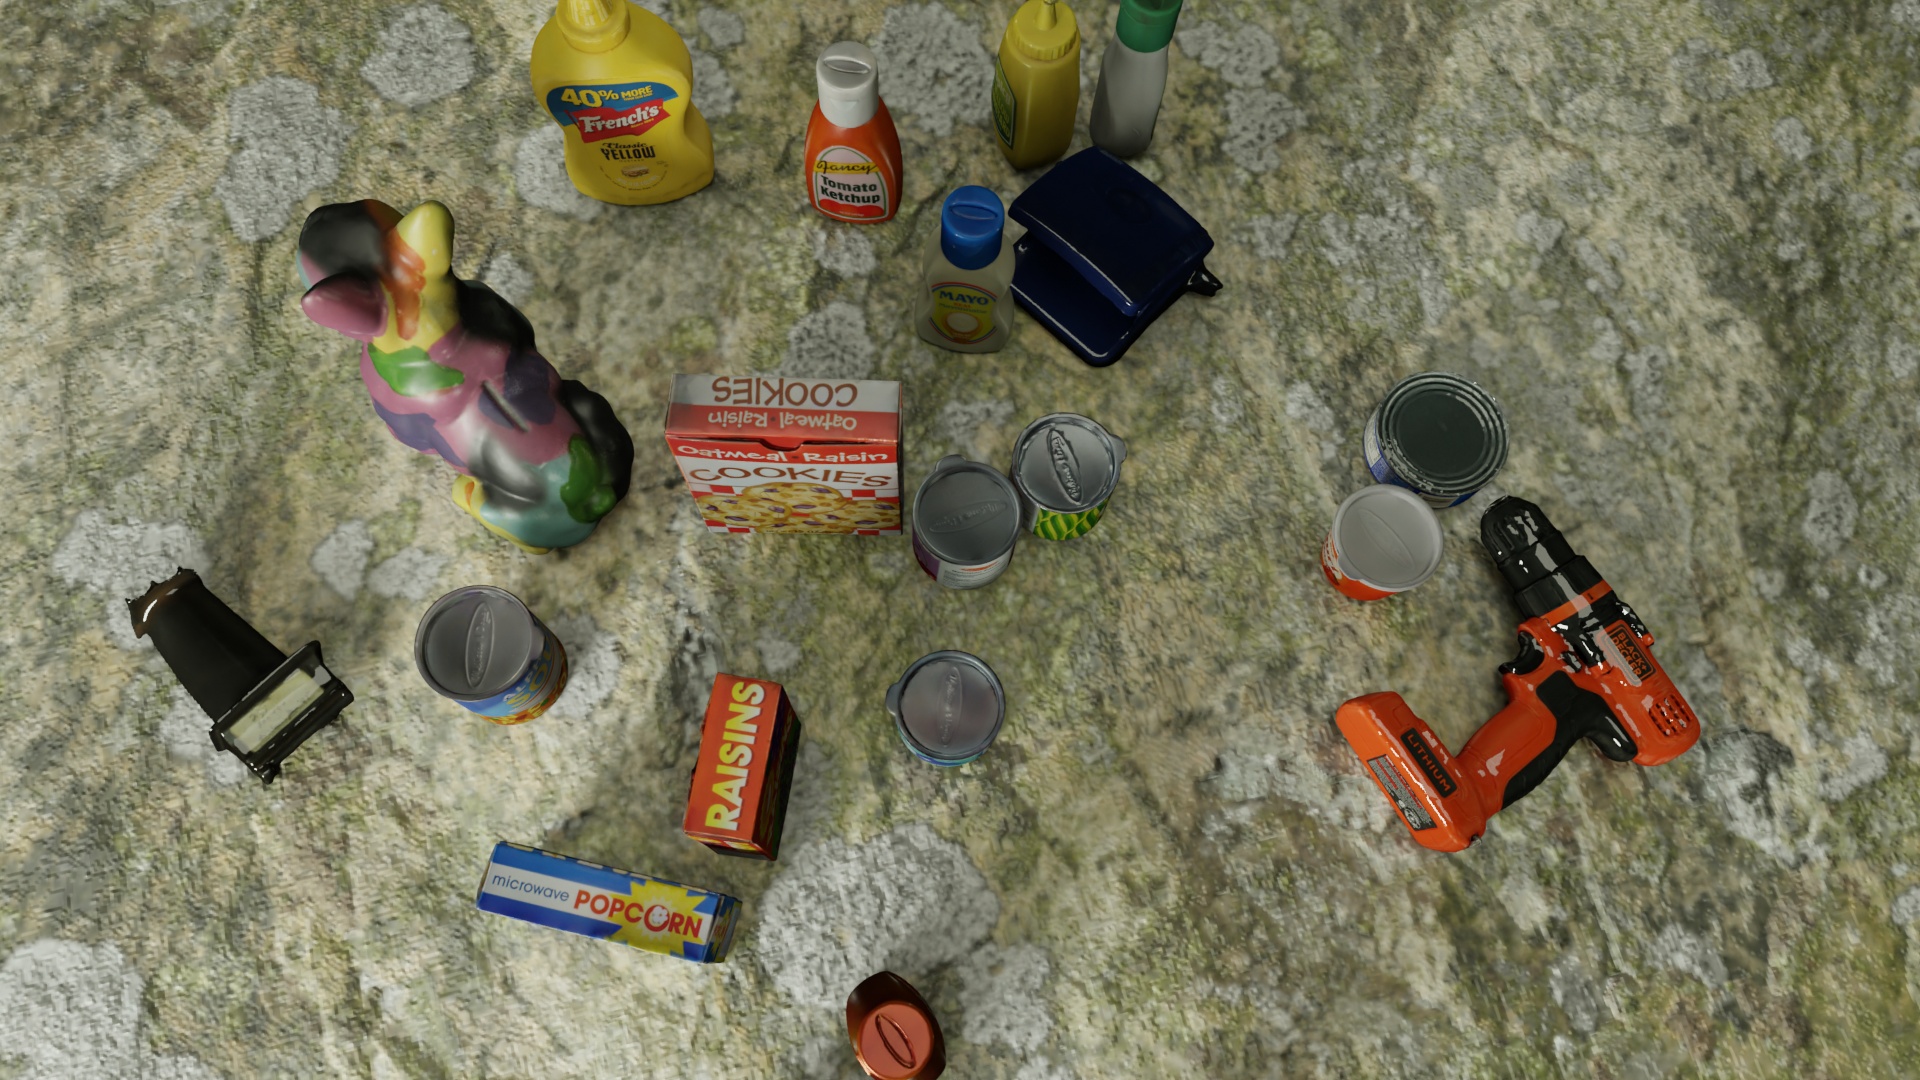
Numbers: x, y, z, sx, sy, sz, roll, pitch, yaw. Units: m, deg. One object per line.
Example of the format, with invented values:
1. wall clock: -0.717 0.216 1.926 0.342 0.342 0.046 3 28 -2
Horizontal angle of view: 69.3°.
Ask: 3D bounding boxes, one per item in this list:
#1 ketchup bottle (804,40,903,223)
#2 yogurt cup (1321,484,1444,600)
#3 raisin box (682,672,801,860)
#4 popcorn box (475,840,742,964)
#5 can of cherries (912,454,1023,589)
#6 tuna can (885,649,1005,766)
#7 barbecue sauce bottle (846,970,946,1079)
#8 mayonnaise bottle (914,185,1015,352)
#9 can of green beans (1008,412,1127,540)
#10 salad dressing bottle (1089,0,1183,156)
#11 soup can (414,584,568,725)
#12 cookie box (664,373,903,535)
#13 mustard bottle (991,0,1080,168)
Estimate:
1. ketchup bottle: -0.069 -0.257 0.882 0.065 0.148 0.043 8 73 1
2. yogurt cup: 0.257 0.005 0.860 0.072 0.053 0.072 1 72 -2
3. raisin box: -0.119 0.128 0.770 0.040 0.123 0.086 9 73 1
4. popcorn box: -0.190 0.200 0.765 0.127 0.085 0.038 13 73 2
5. can of cherries: 0.003 -0.011 0.853 0.071 0.058 0.071 1 73 -2
6. tuna can: -0.009 0.101 0.831 0.071 0.032 0.071 1 72 -2
7. barbecue sauce bottle: -0.033 0.256 0.720 0.044 0.148 0.065 -34 77 -11
8. mayonnaise bottle: 0.004 -0.164 0.856 0.065 0.147 0.041 9 73 1
9. can of green beans: 0.063 -0.039 0.865 0.071 0.057 0.071 1 73 -2
10. salad dressing bottle: 0.115 -0.310 0.906 0.044 0.147 0.064 -1 73 -2
11. soup can: -0.266 0.068 0.805 0.071 0.083 0.071 1 73 -2
12. cookie box: -0.095 -0.044 0.803 0.123 0.167 0.040 1 73 -2
13. mustard bottle: 0.050 -0.304 0.895 0.049 0.159 0.065 -17 74 -7
